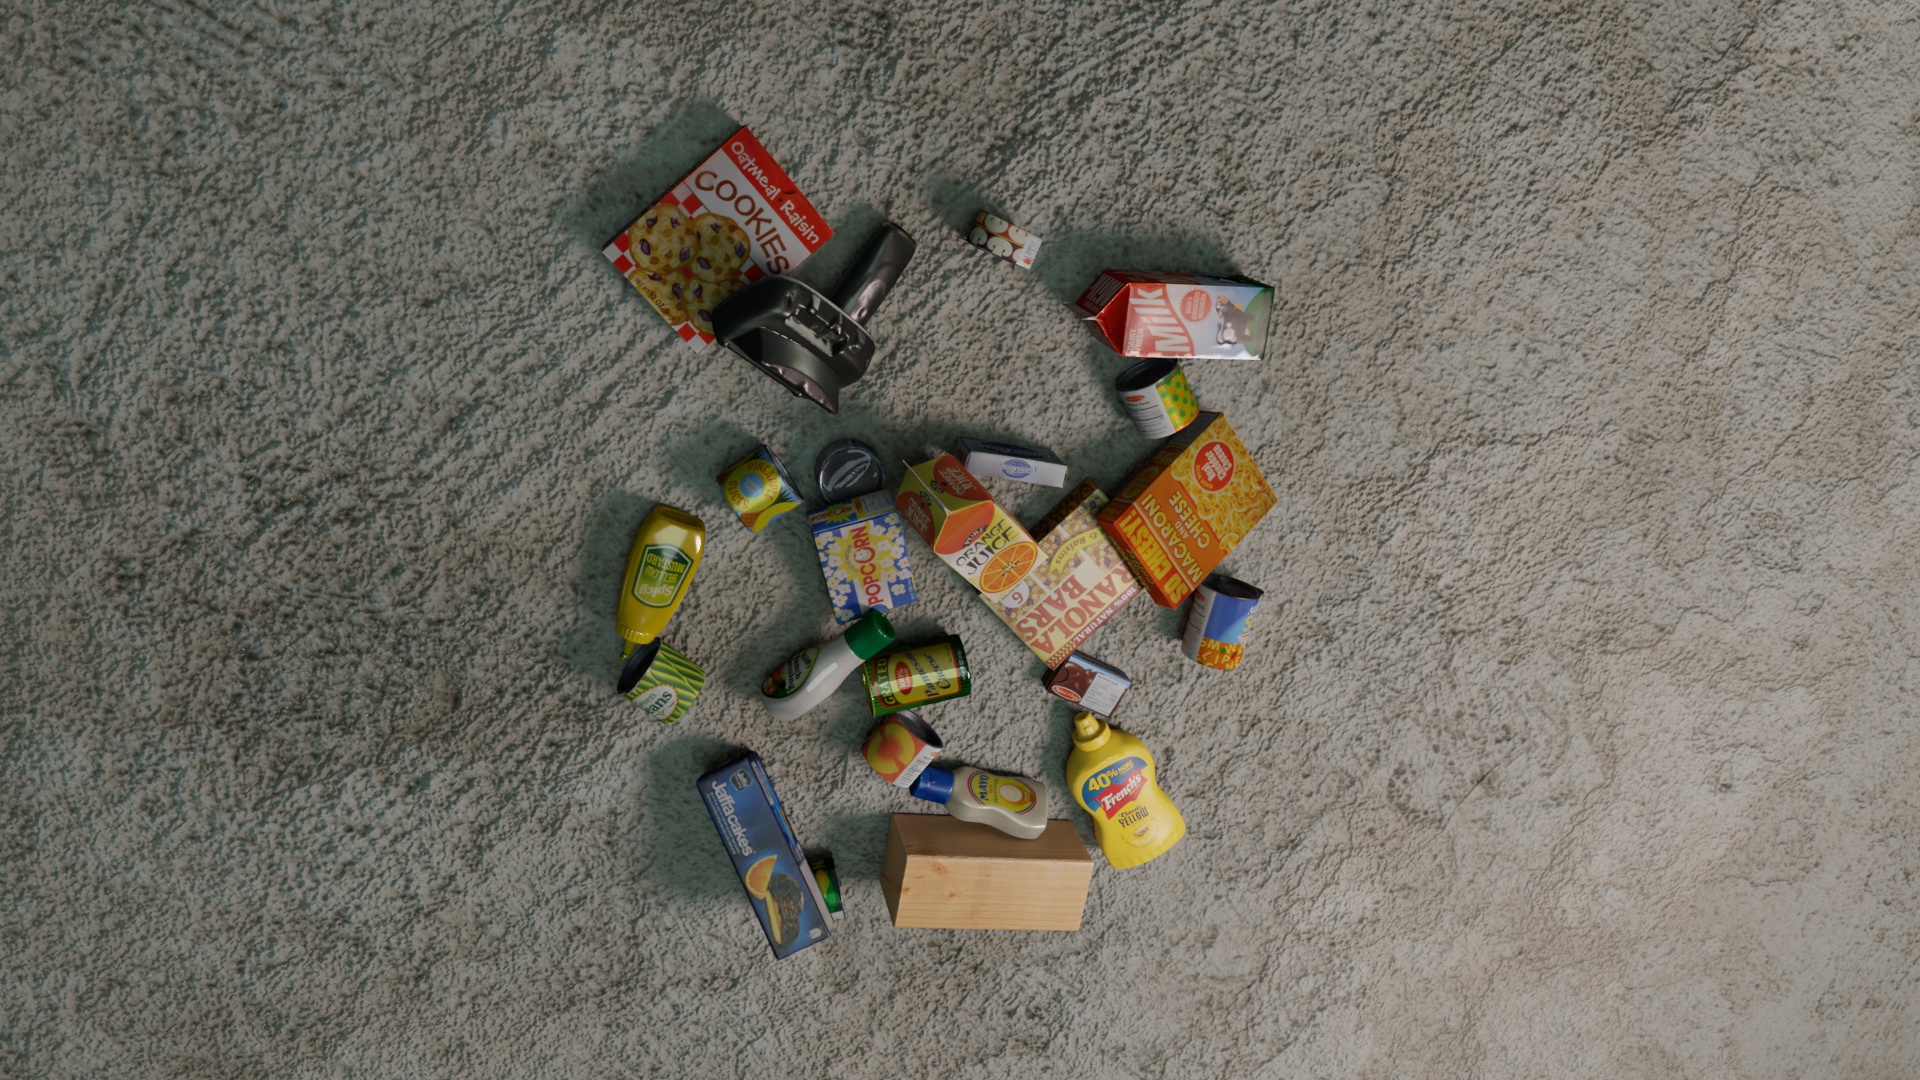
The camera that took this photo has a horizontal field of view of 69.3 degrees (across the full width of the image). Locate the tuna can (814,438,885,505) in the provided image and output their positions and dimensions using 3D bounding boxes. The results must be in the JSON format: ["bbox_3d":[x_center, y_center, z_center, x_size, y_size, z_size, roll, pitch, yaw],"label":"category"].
[{"bbox_3d":[-0.106,-0.062,1.346,0.071,0.033,0.070,-4,111,-12],"label":"tuna can"}]

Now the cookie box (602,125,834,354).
[{"bbox_3d":[-0.215,-0.268,1.241,0.167,0.040,0.122,-40,113,3],"label":"cookie box"}]

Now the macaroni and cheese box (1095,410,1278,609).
[{"bbox_3d":[0.231,-0.031,1.409,0.167,0.040,0.123,-44,114,-16],"label":"macaroni and cheese box"}]

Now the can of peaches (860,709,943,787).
[{"bbox_3d":[-0.062,0.212,1.440,0.071,0.071,0.058,36,99,-22],"label":"can of peaches"}]

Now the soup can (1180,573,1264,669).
[{"bbox_3d":[0.278,0.087,1.474,0.071,0.071,0.083,7,108,-16],"label":"soup can"}]

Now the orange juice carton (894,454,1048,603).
[{"bbox_3d":[0.005,-0.017,1.318,0.073,0.072,0.192,-42,147,4],"label":"orange juice carton"}]

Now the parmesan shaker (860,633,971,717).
[{"bbox_3d":[-0.046,0.134,1.415,0.103,0.071,0.071,-12,112,-9],"label":"parmesan shaker"}]

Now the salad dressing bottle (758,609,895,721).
[{"bbox_3d":[-0.132,0.123,1.381,0.147,0.064,0.044,-36,123,15],"label":"salad dressing bottle"}]

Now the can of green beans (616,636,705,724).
[{"bbox_3d":[-0.292,0.137,1.356,0.057,0.071,0.071,40,97,-23],"label":"can of green beans"}]

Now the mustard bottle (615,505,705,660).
[{"bbox_3d":[-0.295,0.048,1.332,0.065,0.049,0.159,19,104,-17],"label":"mustard bottle"}]

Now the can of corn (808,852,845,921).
[{"bbox_3d":[-0.158,0.373,1.476,0.058,0.071,0.071,-12,112,-9],"label":"can of corn"}]

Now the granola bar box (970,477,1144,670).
[{"bbox_3d":[0.113,0.036,1.431,0.165,0.039,0.124,-42,113,4],"label":"granola bar box"}]

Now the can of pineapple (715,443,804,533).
[{"bbox_3d":[-0.190,-0.049,1.312,0.058,0.071,0.071,-33,114,0],"label":"can of pineapple"}]

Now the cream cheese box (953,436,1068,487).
[{"bbox_3d":[0.049,-0.078,1.367,0.104,0.053,0.024,8,110,-16],"label":"cream cheese box"}]

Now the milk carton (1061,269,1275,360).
[{"bbox_3d":[0.198,-0.219,1.341,0.191,0.072,0.073,0,110,-13],"label":"milk carton"}]

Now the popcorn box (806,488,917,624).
[{"bbox_3d":[-0.095,0.016,1.354,0.085,0.038,0.126,-17,133,-7],"label":"popcorn box"}]

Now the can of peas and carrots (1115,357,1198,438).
[{"bbox_3d":[0.197,-0.143,1.373,0.071,0.071,0.058,-30,114,-1],"label":"can of peas and carrots"}]

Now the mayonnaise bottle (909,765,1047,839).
[{"bbox_3d":[0.020,0.273,1.483,0.148,0.065,0.041,17,136,-16],"label":"mayonnaise bottle"}]

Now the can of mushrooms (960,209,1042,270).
[{"bbox_3d":[0.038,-0.279,1.285,0.071,0.071,0.033,21,104,-19],"label":"can of mushrooms"}]

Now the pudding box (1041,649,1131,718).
[{"bbox_3d":[0.135,0.150,1.483,0.084,0.030,0.049,25,103,-20],"label":"pudding box"}]
